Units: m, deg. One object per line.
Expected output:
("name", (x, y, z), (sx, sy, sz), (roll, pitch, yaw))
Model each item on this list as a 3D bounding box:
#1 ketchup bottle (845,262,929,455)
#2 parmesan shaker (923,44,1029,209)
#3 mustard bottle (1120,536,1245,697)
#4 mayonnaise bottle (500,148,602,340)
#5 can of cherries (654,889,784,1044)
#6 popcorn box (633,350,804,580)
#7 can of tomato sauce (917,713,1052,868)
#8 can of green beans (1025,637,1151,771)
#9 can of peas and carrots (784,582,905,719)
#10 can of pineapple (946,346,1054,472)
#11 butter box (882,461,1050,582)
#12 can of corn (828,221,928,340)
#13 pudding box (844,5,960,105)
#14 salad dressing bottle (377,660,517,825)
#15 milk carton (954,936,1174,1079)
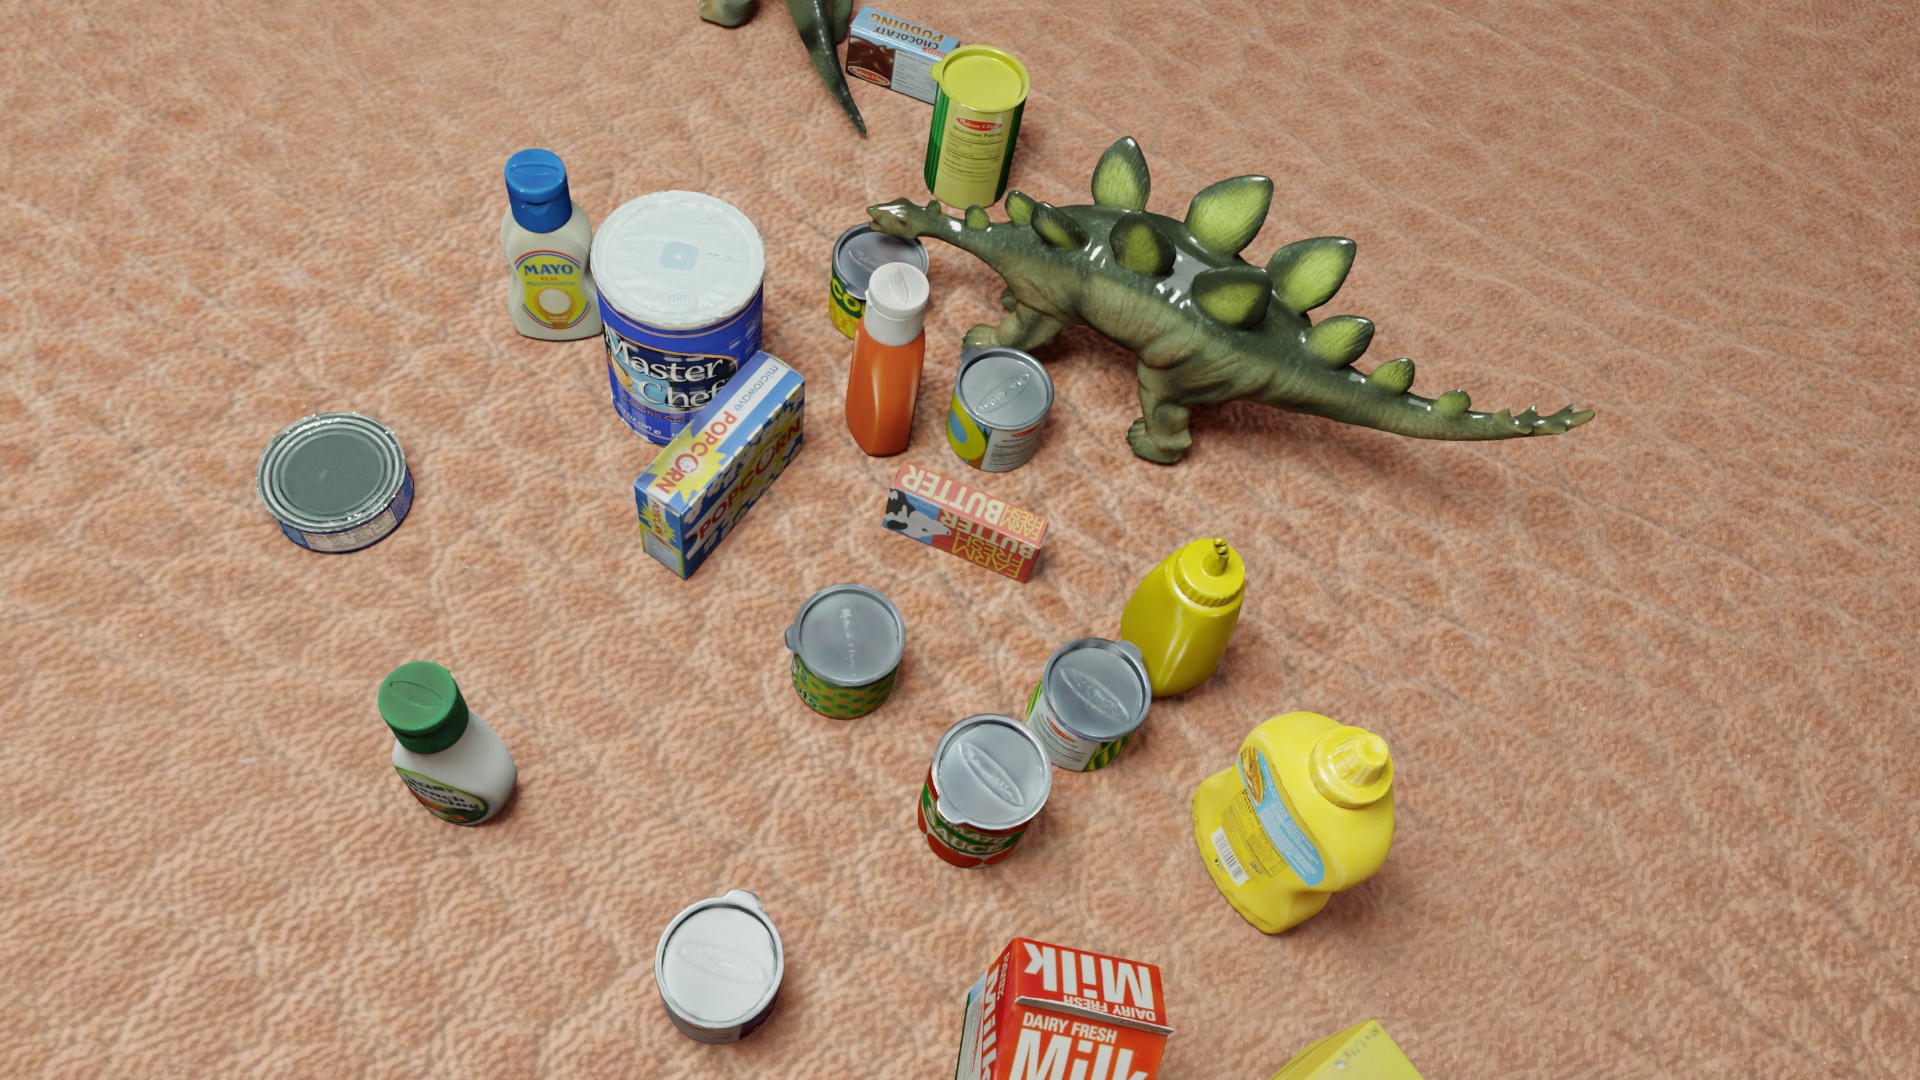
("ketchup bottle", (-0.047, -0.117, 0.889), (0.043, 0.148, 0.065), (-10, 64, -14))
("parmesan shaker", (0.007, -0.304, 1.028), (0.071, 0.102, 0.071), (4, 61, -7))
("mustard bottle", (0.137, 0.040, 0.825), (0.049, 0.159, 0.065), (-14, 65, -16))
("mayonnaise bottle", (-0.265, -0.187, 0.894), (0.065, 0.147, 0.041), (-2, 62, -10))
("can of cherries", (-0.126, 0.227, 0.739), (0.071, 0.058, 0.072), (4, 61, -7))
("popcorn box", (-0.149, -0.048, 0.872), (0.038, 0.084, 0.127), (32, 62, 9))
("can of tomato sauce", (0.011, 0.146, 0.791), (0.071, 0.082, 0.071), (4, 61, -7))
("can of green beans", (0.077, 0.100, 0.841), (0.071, 0.057, 0.071), (4, 61, -7))
("can of peas and carrots", (-0.071, 0.068, 0.835), (0.071, 0.058, 0.071), (4, 61, -7))
("can of pineapple", (0.025, -0.089, 0.938), (0.071, 0.057, 0.071), (4, 61, -7))
("butter box", (0.003, -0.011, 0.894), (0.103, 0.053, 0.024), (22, 61, 3))
("can of corn", (-0.060, -0.177, 0.973), (0.071, 0.058, 0.071), (4, 61, -7))
("pudding box", (-0.046, -0.380, 1.092), (0.084, 0.049, 0.030), (21, 61, 3))
("salad dressing bottle", (-0.272, 0.107, 0.731), (0.064, 0.147, 0.044), (20, 61, 2))
("milk carton", (0.046, 0.247, 0.679), (0.072, 0.189, 0.074), (12, 61, -2))
